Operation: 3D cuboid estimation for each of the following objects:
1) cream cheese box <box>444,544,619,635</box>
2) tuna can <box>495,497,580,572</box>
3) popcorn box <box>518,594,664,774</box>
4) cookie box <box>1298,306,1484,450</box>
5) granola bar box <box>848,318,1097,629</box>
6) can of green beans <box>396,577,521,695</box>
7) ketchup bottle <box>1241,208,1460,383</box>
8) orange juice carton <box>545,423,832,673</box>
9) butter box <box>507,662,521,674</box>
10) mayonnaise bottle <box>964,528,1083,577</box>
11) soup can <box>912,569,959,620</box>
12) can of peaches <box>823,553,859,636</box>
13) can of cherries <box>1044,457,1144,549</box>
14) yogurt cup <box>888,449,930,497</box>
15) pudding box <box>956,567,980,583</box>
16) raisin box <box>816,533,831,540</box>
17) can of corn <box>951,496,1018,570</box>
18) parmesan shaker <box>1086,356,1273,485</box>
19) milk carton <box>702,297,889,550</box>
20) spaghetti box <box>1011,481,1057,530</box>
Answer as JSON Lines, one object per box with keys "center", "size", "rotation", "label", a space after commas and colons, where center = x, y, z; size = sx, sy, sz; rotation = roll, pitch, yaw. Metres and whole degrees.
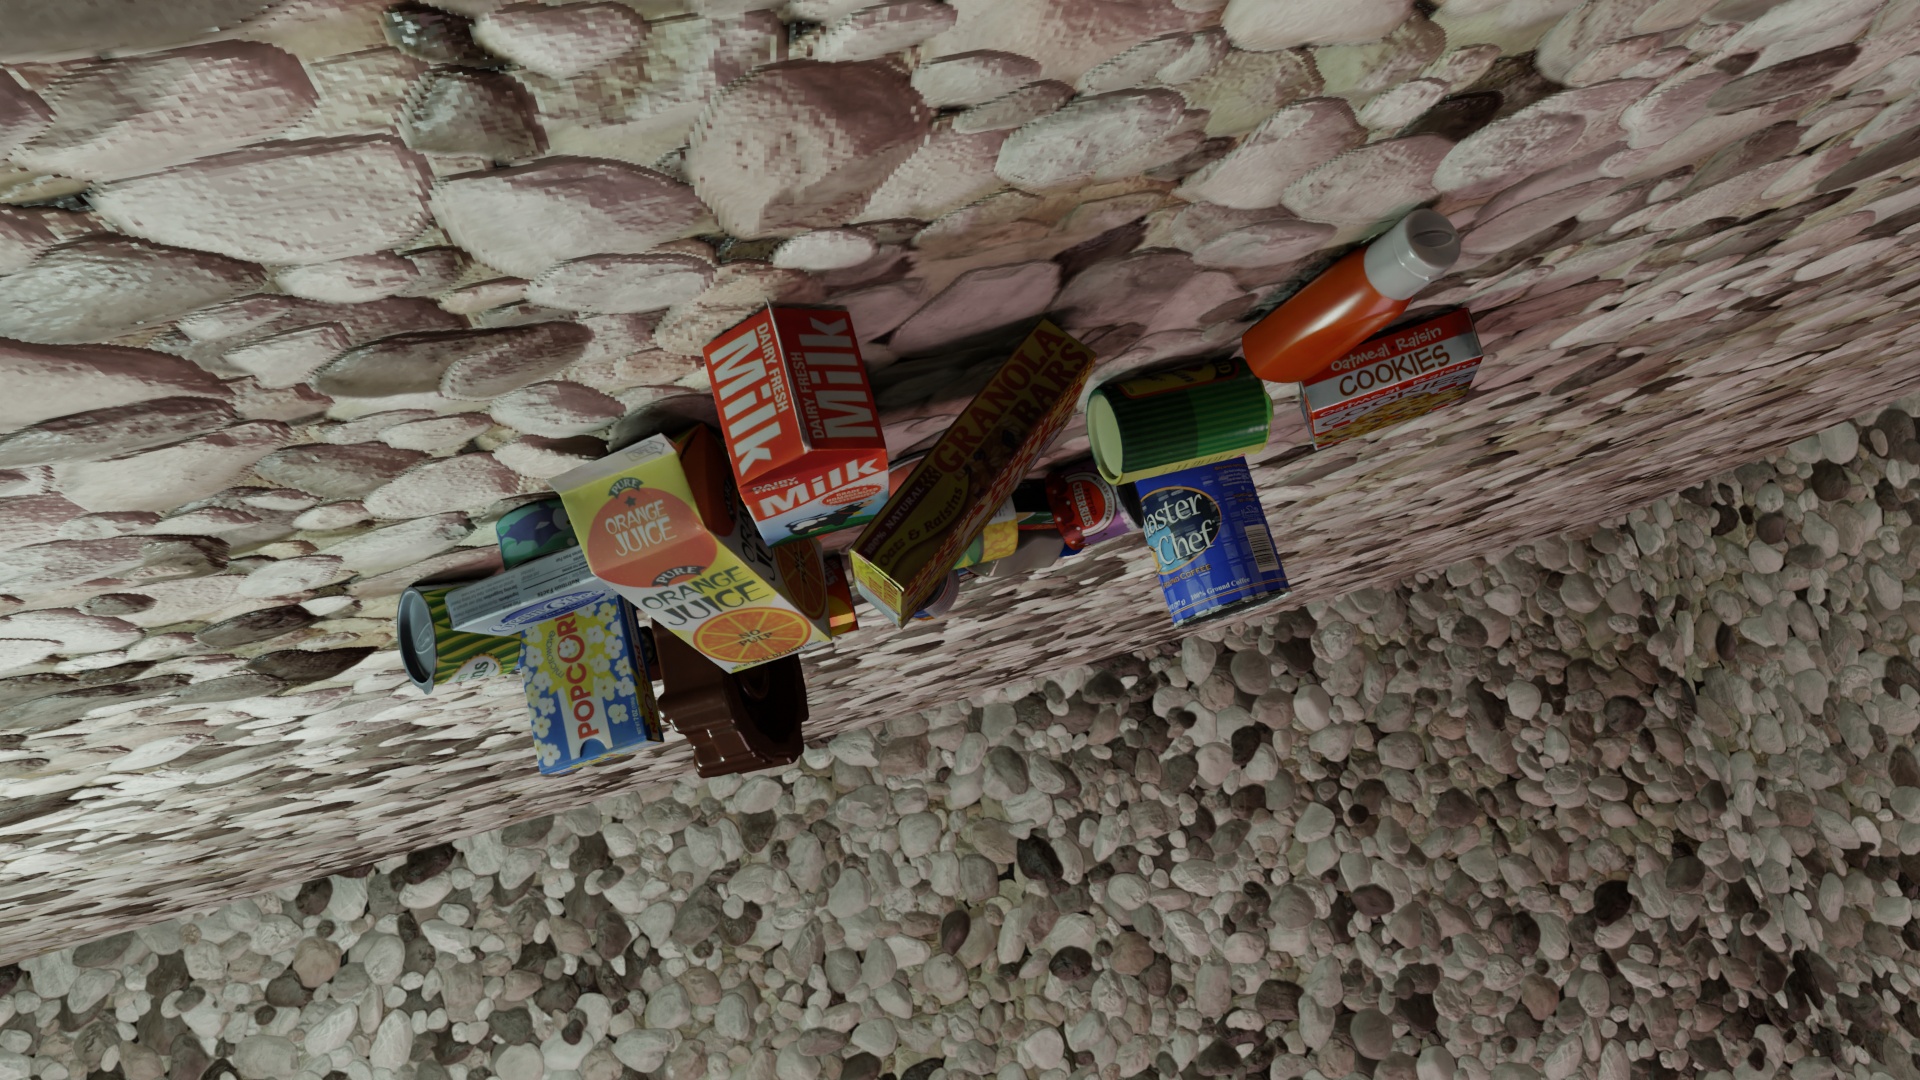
{"center": [-0.241, 0.028, 0.809], "size": [0.103, 0.024, 0.053], "rotation": [-19, 167, 16], "label": "cream cheese box"}
{"center": [-0.242, 0.000, 0.825], "size": [0.071, 0.033, 0.071], "rotation": [-16, 169, -3], "label": "tuna can"}
{"center": [-0.276, 0.100, 1.026], "size": [0.085, 0.127, 0.038], "rotation": [-18, 164, 5], "label": "popcorn box"}
{"center": [0.319, -0.119, 1.045], "size": [0.123, 0.040, 0.167], "rotation": [-19, 170, 13], "label": "cookie box"}
{"center": [0.004, -0.034, 0.776], "size": [0.166, 0.039, 0.124], "rotation": [-51, 174, -12], "label": "granola bar box"}
{"center": [-0.327, 0.060, 0.907], "size": [0.058, 0.071, 0.071], "rotation": [-7, 165, -41], "label": "can of green beans"}
{"center": [0.225, -0.138, 0.798], "size": [0.065, 0.043, 0.148], "rotation": [-13, 168, -24], "label": "ketchup bottle"}
{"center": [-0.147, 0.000, 0.780], "size": [0.072, 0.073, 0.192], "rotation": [-18, 148, 14], "label": "orange juice carton"}
{"center": [-0.328, 0.085, 1.142], "size": [0.103, 0.024, 0.053], "rotation": [-19, 169, 13], "label": "butter box"}
{"center": [0.054, 0.001, 1.196], "size": [0.148, 0.065, 0.041], "rotation": [-5, 123, -51], "label": "mayonnaise bottle"}
{"center": [-0.040, 0.033, 1.207], "size": [0.071, 0.071, 0.083], "rotation": [-17, 169, 4], "label": "soup can"}
{"center": [-0.122, 0.049, 1.169], "size": [0.058, 0.071, 0.071], "rotation": [-15, 169, -7], "label": "can of peaches"}
{"center": [0.104, -0.032, 1.088], "size": [0.058, 0.071, 0.071], "rotation": [-19, 169, 18], "label": "can of cherries"}
{"center": [-0.017, -0.029, 0.958], "size": [0.072, 0.054, 0.072], "rotation": [-17, 169, -3], "label": "yogurt cup"}
{"center": [-0.025, 0.030, 1.301], "size": [0.083, 0.030, 0.049], "rotation": [-20, 167, 18], "label": "pudding box"}
{"center": [-0.135, -0.011, 0.909], "size": [0.123, 0.040, 0.086], "rotation": [-26, 165, 37], "label": "raisin box"}
{"center": [0.004, -0.013, 1.031], "size": [0.058, 0.071, 0.071], "rotation": [-13, 168, -17], "label": "can of corn"}
{"center": [0.142, -0.079, 0.908], "size": [0.103, 0.071, 0.071], "rotation": [-13, 168, -14], "label": "parmesan shaker"}
{"center": [-0.078, -0.055, 0.689], "size": [0.073, 0.072, 0.190], "rotation": [-15, 169, -5], "label": "milk carton"}
{"center": [0.090, -0.030, 1.174], "size": [0.050, 0.029, 0.251], "rotation": [-24, 166, 39], "label": "spaghetti box"}
